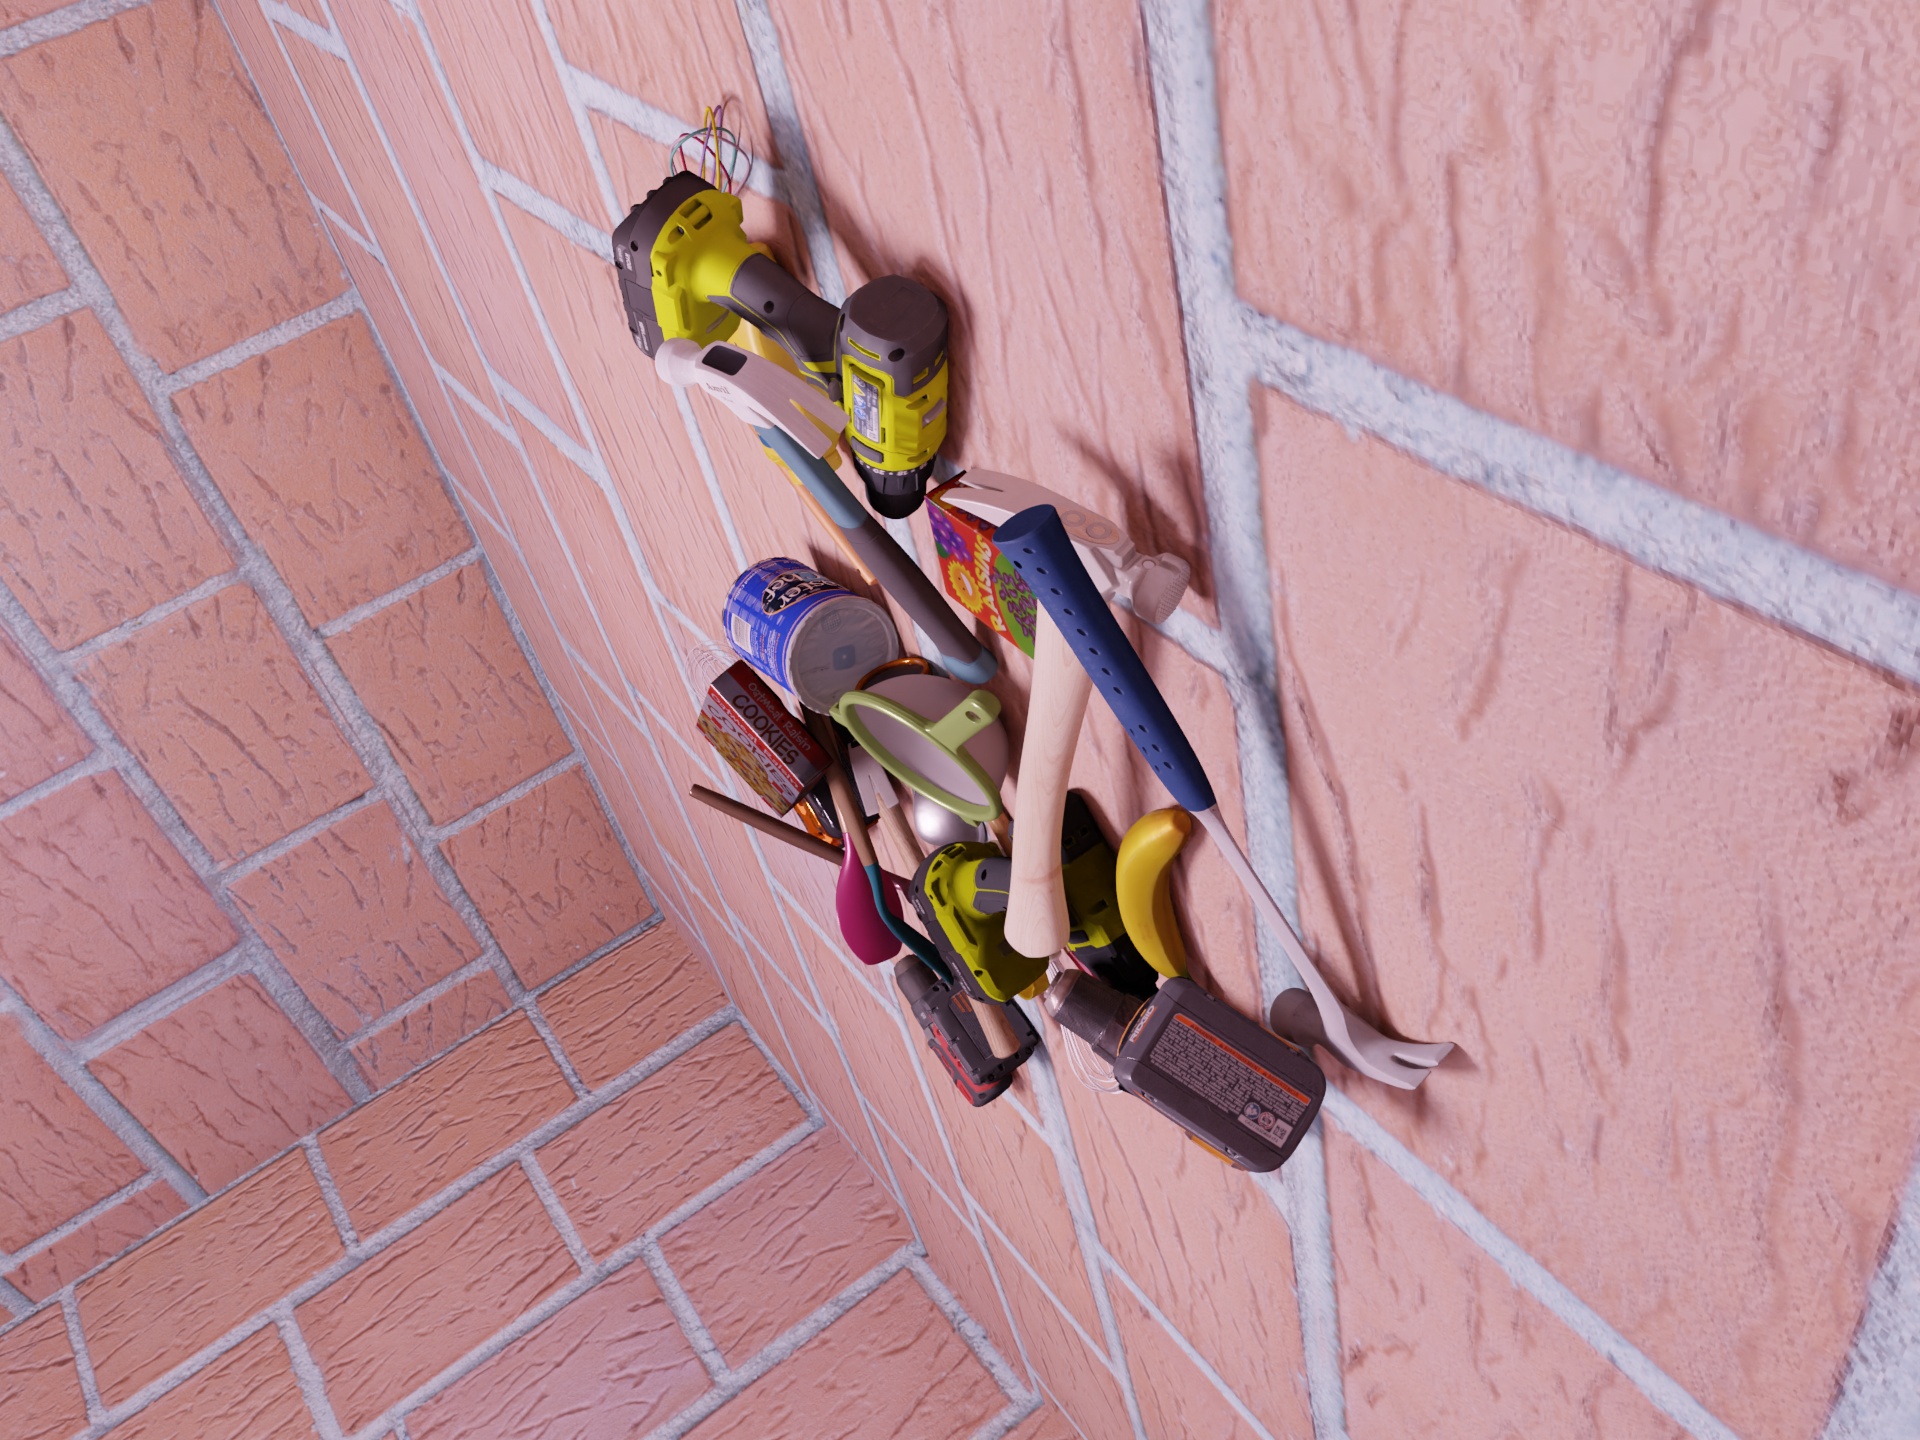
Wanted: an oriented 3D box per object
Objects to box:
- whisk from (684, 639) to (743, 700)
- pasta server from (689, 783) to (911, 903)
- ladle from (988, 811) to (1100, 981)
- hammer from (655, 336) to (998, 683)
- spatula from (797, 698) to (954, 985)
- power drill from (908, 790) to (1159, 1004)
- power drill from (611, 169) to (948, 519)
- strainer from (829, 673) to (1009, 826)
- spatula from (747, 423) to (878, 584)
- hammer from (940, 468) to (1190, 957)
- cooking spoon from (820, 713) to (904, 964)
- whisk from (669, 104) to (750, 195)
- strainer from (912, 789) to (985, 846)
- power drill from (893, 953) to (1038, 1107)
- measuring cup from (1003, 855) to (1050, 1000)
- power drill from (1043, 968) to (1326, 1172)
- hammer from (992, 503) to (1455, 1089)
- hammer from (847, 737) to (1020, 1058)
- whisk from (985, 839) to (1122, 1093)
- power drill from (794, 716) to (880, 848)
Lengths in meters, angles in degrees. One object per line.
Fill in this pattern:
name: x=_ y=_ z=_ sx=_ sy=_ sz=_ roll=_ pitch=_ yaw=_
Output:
whisk: x=-0.219 y=0.026 z=1.827 sx=0.284 sy=0.070 sz=0.070 roll=52 pitch=161 yaw=4
pasta server: x=-0.126 y=0.141 z=1.577 sx=0.316 sy=0.040 sz=0.060 roll=25 pitch=178 yaw=-6
ladle: x=0.083 y=0.168 z=1.330 sx=0.315 sy=0.031 sz=0.069 roll=59 pitch=161 yaw=3
hammer: x=-0.067 y=-0.128 z=1.062 sx=0.128 sy=0.033 sz=0.330 roll=22 pitch=161 yaw=43
spatula: x=-0.084 y=0.106 z=1.498 sx=0.082 sy=0.044 sz=0.317 roll=-100 pitch=-12 yaw=-80
power drill: x=0.061 y=0.155 z=1.247 sx=0.171 sy=0.080 sz=0.223 roll=60 pitch=150 yaw=-4
power drill: x=-0.106 y=-0.236 z=1.028 sx=0.228 sy=0.080 sz=0.190 roll=33 pitch=155 yaw=15
strainer: x=-0.002 y=-0.004 z=1.171 sx=0.151 sy=0.069 sz=0.256 roll=38 pitch=161 yaw=-5
spatula: x=-0.170 y=-0.234 z=1.310 sx=0.323 sy=0.041 sz=0.081 roll=53 pitch=160 yaw=11
hammer: x=0.048 y=0.021 z=1.021 sx=0.146 sy=0.038 sz=0.410 roll=29 pitch=144 yaw=21
cooking spoon: x=-0.112 y=0.081 z=1.521 sx=0.017 sy=0.068 sz=0.319 roll=0 pitch=106 yaw=63
whisk: x=-0.185 y=-0.361 z=1.150 sx=0.047 sy=0.051 sz=0.245 roll=51 pitch=164 yaw=2
strainer: x=-0.002 y=0.134 z=1.473 sx=0.087 sy=0.050 sz=0.258 roll=24 pitch=148 yaw=35
power drill: x=-0.004 y=0.321 z=1.719 sx=0.188 sy=0.080 sz=0.226 roll=54 pitch=164 yaw=12
measuring cup: x=0.055 y=0.182 z=1.437 sx=0.062 sy=0.029 sz=0.156 roll=33 pitch=138 yaw=51
power drill: x=0.141 y=0.223 z=1.064 sx=0.185 sy=0.084 sz=0.226 roll=33 pitch=171 yaw=8
hammer: x=0.142 y=0.053 z=0.886 sx=0.405 sy=0.035 sz=0.144 roll=55 pitch=163 yaw=-22
hammer: x=-0.025 y=0.167 z=1.493 sx=0.130 sy=0.031 sz=0.331 roll=-107 pitch=-9 yaw=-85
whisk: x=0.081 y=0.214 z=1.379 sx=0.059 sy=0.058 sz=0.246 roll=-27 pitch=91 yaw=51
power drill: x=-0.148 y=0.054 z=1.654 sx=0.164 sy=0.084 sz=0.226 roll=58 pitch=165 yaw=1
